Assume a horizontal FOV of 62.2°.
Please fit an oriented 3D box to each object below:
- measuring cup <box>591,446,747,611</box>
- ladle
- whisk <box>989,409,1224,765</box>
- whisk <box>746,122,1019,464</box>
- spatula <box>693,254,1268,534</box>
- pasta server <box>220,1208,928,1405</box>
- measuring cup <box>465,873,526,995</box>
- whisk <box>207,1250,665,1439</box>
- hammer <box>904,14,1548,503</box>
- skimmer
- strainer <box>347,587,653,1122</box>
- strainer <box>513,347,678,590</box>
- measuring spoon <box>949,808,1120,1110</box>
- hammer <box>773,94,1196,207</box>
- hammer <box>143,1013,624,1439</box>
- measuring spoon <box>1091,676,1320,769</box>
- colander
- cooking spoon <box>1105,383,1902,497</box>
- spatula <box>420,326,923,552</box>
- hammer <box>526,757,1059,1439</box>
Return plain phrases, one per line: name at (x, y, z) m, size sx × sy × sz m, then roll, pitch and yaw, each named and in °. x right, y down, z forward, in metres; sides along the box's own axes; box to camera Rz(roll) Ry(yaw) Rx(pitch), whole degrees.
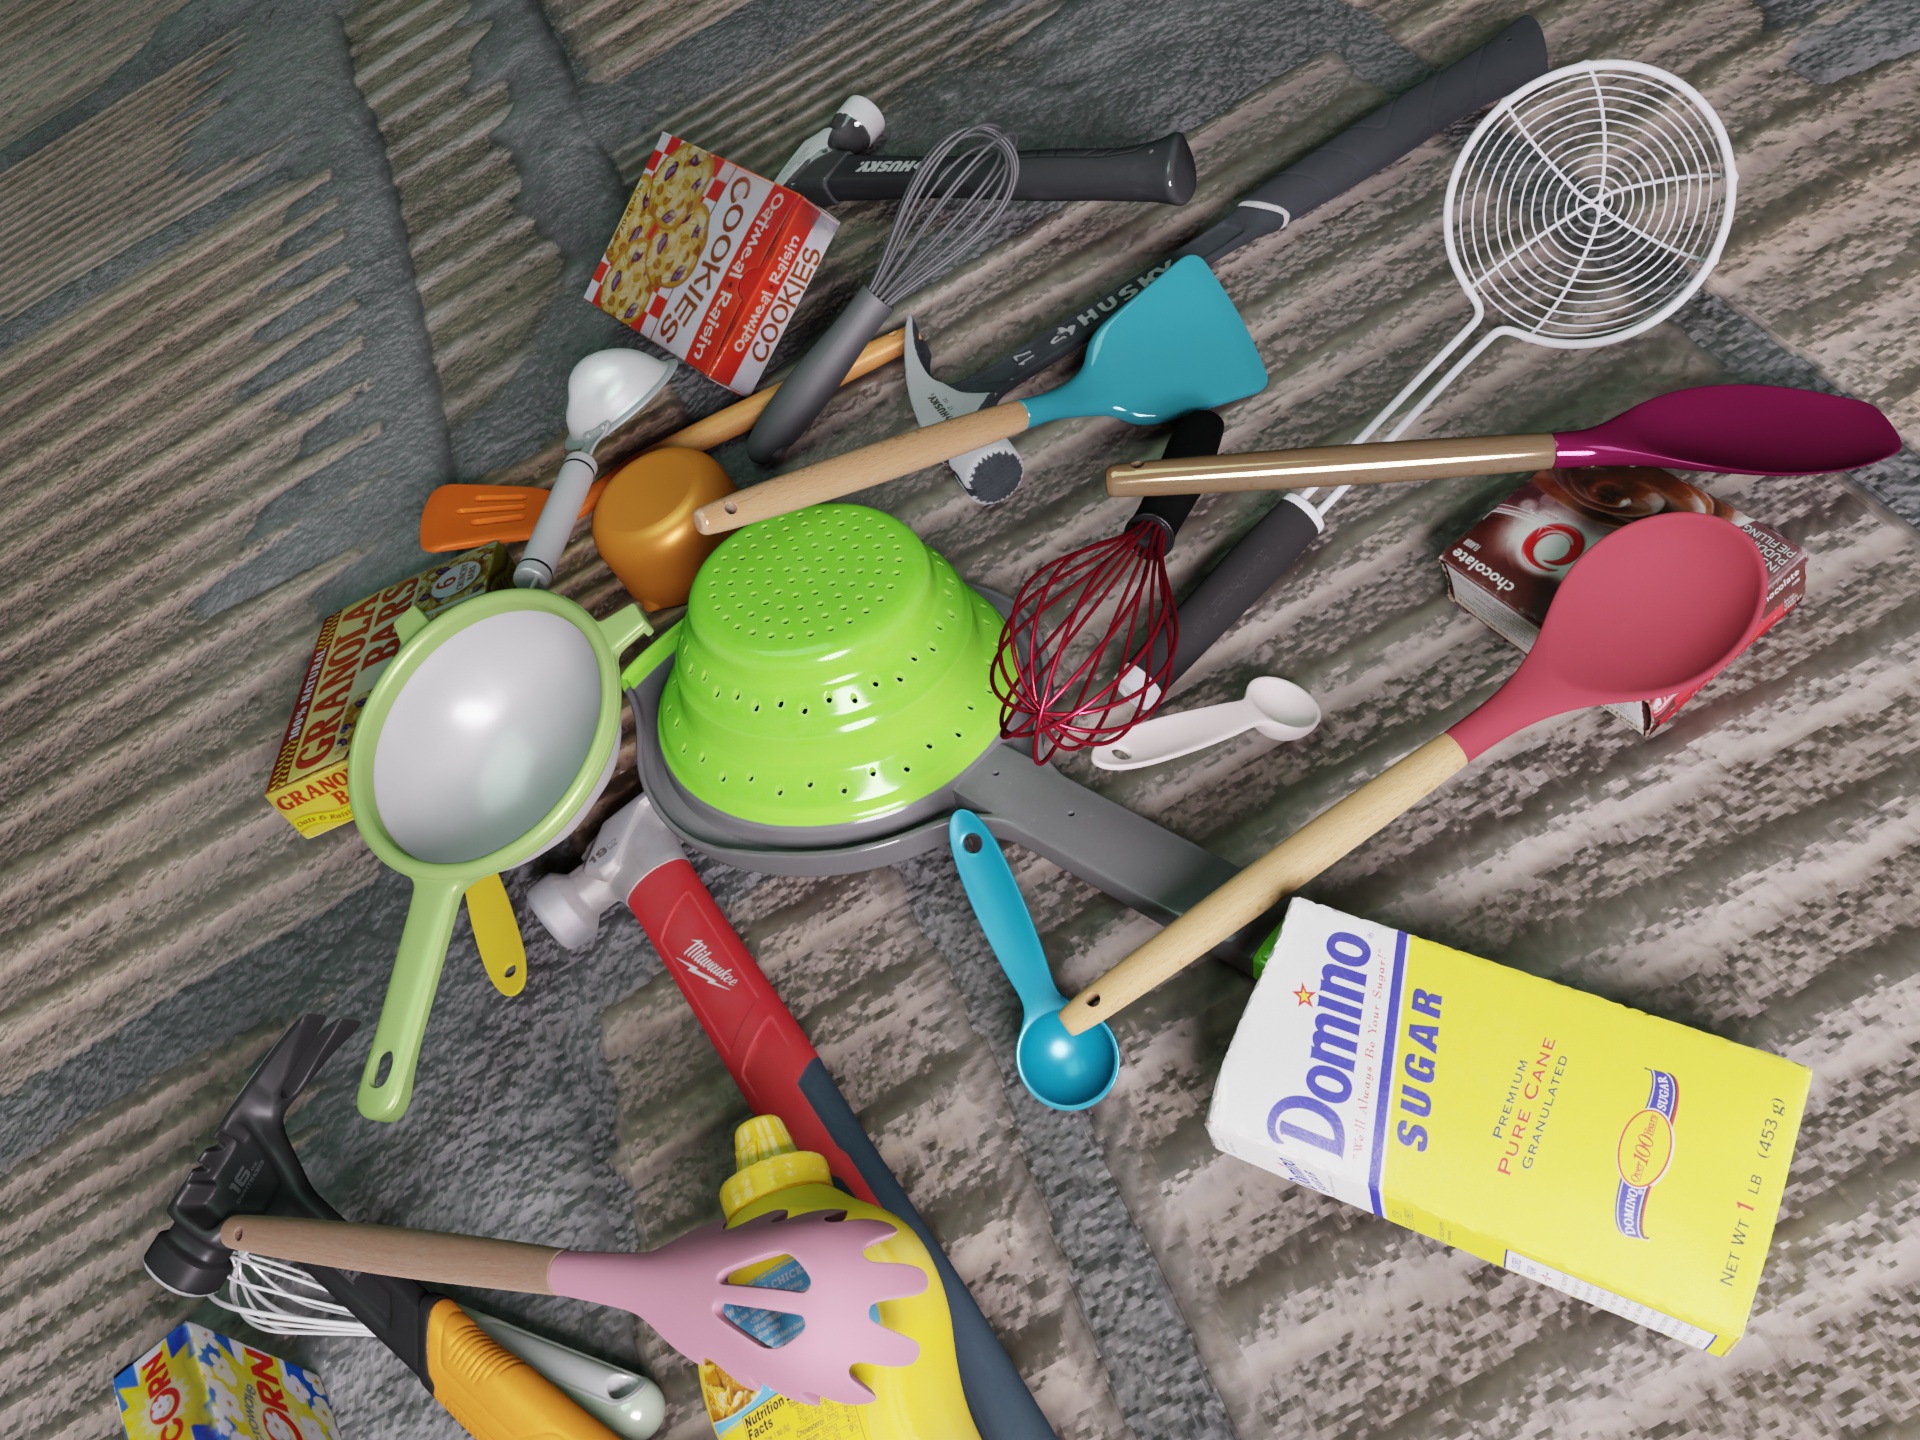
measuring cup at (-0.133, -0.107, 0.884) m, size 0.174 × 0.052 × 0.095 m, roll 12°, pitch 62°, yaw 34°
ladle at (0.169, 0.026, 0.607) m, size 0.315 × 0.031 × 0.069 m, roll -35°, pitch 59°, yaw 0°
whisk at (0.079, -0.073, 0.701) m, size 0.073 × 0.073 × 0.296 m, roll -2°, pitch 31°, yaw 24°
whisk at (-0.048, -0.240, 0.908) m, size 0.239 × 0.055 × 0.055 m, roll -49°, pitch 46°, yaw 15°
spatula at (0.013, -0.148, 0.770) m, size 0.317 × 0.044 × 0.082 m, roll -25°, pitch 85°, yaw -30°
pasta server at (-0.156, 0.195, 0.567) m, size 0.316 × 0.040 × 0.060 m, roll -6°, pitch 66°, yaw 31°
measuring cup at (-0.239, 0.084, 0.813) m, size 0.062 × 0.029 × 0.157 m, roll -32°, pitch 51°, yaw 1°
whisk at (-0.226, 0.253, 0.668) m, size 0.246 × 0.059 × 0.058 m, roll 9°, pitch 20°, yaw 26°
hammer at (0.149, -0.272, 0.885) m, size 0.409 × 0.036 × 0.149 m, roll -32°, pitch 47°, yaw 0°
skimmer at (0.202, -0.147, 0.728) m, size 0.127 × 0.090 × 0.363 m, roll 43°, pitch 82°, yaw 9°
strainer at (-0.225, 0.064, 0.757) m, size 0.151 × 0.069 × 0.256 m, roll 1°, pitch 68°, yaw 23°
strainer at (-0.217, -0.151, 0.912) m, size 0.087 × 0.050 × 0.259 m, roll -24°, pitch 37°, yaw 27°
measuring spoon at (0.027, 0.095, 0.644) m, size 0.042 × 0.021 × 0.129 m, roll -26°, pitch 80°, yaw 13°
hammer at (0.003, -0.330, 0.975) m, size 0.335 × 0.035 × 0.146 m, roll 17°, pitch 65°, yaw 42°
hammer at (-0.180, 0.247, 0.613) m, size 0.337 × 0.034 × 0.127 m, roll 28°, pitch 85°, yaw 26°
measuring spoon at (0.102, 0.007, 0.671) m, size 0.124 × 0.018 × 0.034 m, roll -14°, pitch 49°, yaw -33°
colander at (-0.001, -0.002, 0.695) m, size 0.397 × 0.094 × 0.204 m, roll 27°, pitch 57°, yaw 32°
cooking spoon at (0.220, -0.111, 0.665) m, size 0.319 × 0.017 × 0.069 m, roll -3°, pitch 42°, yaw 6°
spatula at (-0.174, -0.173, 0.963) m, size 0.322 × 0.041 × 0.081 m, roll -24°, pitch 37°, yaw 6°
hammer at (-0.056, 0.151, 0.666) m, size 0.143 × 0.038 × 0.387 m, roll -38°, pitch 48°, yaw -6°
